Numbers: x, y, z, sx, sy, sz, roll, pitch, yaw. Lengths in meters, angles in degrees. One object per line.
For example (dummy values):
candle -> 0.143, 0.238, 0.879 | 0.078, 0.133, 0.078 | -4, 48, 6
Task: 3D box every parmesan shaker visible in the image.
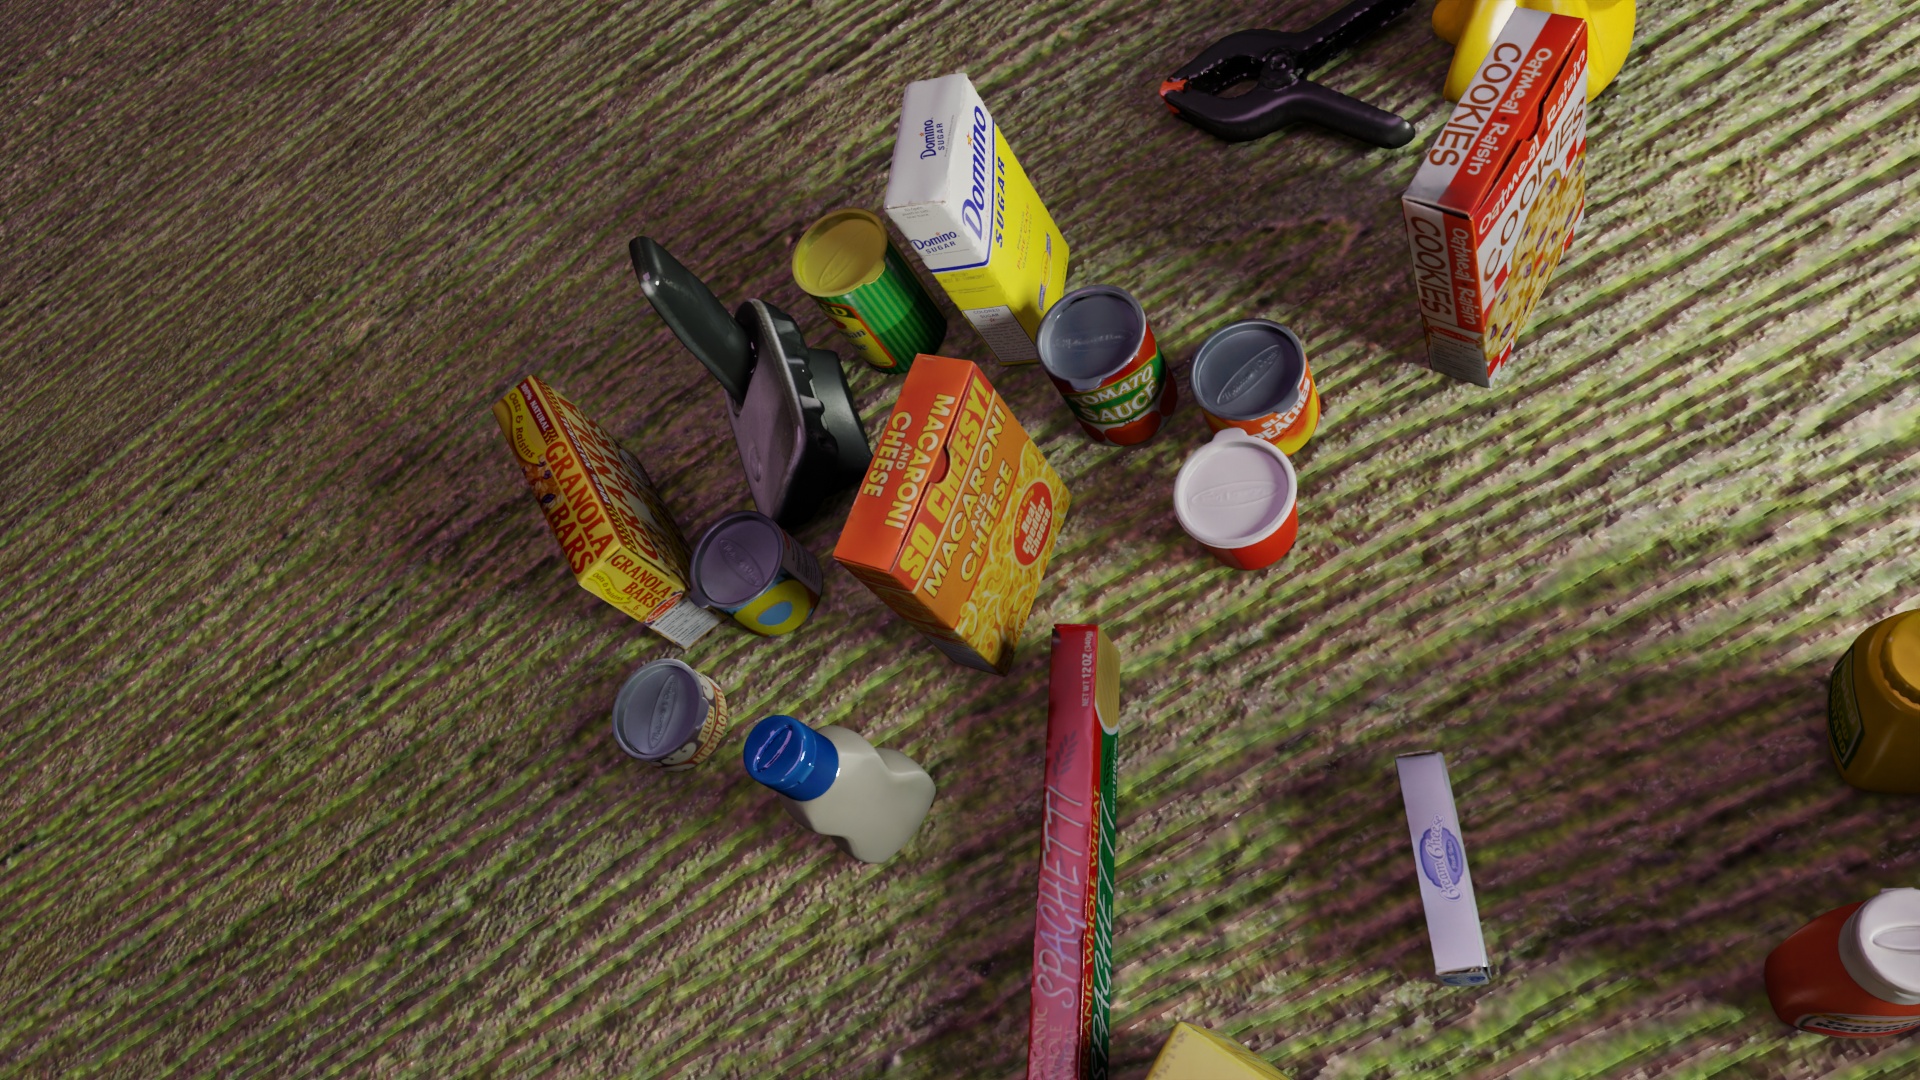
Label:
parmesan shaker -> -0.056, -0.160, 0.912 | 0.071, 0.103, 0.071 | -9, 63, 19

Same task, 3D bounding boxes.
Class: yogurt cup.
yogurt cup -> 0.158, -0.018, 0.781 | 0.072, 0.054, 0.072 | -9, 63, 19

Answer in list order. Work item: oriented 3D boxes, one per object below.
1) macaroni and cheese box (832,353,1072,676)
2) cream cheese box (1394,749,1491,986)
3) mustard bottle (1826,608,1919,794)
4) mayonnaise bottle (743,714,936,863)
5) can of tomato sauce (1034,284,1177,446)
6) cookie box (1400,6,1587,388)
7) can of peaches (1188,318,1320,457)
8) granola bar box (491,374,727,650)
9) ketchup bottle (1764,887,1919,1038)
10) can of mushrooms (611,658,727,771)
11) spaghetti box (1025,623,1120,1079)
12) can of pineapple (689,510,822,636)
macaroni and cheese box -> 0.003, -0.010, 0.778 | 0.040, 0.166, 0.124 | 13, 72, 28
cream cheese box -> 0.231, 0.158, 0.666 | 0.024, 0.053, 0.104 | -12, 62, 18
mustard bottle -> 0.398, 0.061, 0.578 | 0.049, 0.160, 0.065 | -3, 66, 22
mayonnaise bottle -> -0.066, 0.131, 0.751 | 0.041, 0.147, 0.065 | 34, 83, 32
can of tomato sauce -> 0.090, -0.102, 0.834 | 0.071, 0.083, 0.071 | -9, 63, 19
cookie box -> 0.287, -0.175, 0.734 | 0.040, 0.167, 0.123 | 26, 79, 31
can of peaches -> 0.173, -0.084, 0.804 | 0.071, 0.058, 0.071 | -9, 63, 19
granola bar box -> -0.228, -0.018, 0.906 | 0.039, 0.124, 0.166 | -38, 57, 3
ketchup bottle -> 0.362, 0.168, 0.549 | 0.064, 0.148, 0.044 | -9, 64, 20
can of mushrooms -> -0.182, 0.111, 0.878 | 0.071, 0.033, 0.071 | -9, 63, 19
spaghetti box -> 0.062, 0.169, 0.736 | 0.028, 0.050, 0.251 | -5, 64, 21
can of pineapple -> -0.131, 0.023, 0.884 | 0.071, 0.057, 0.071 | -9, 63, 19
